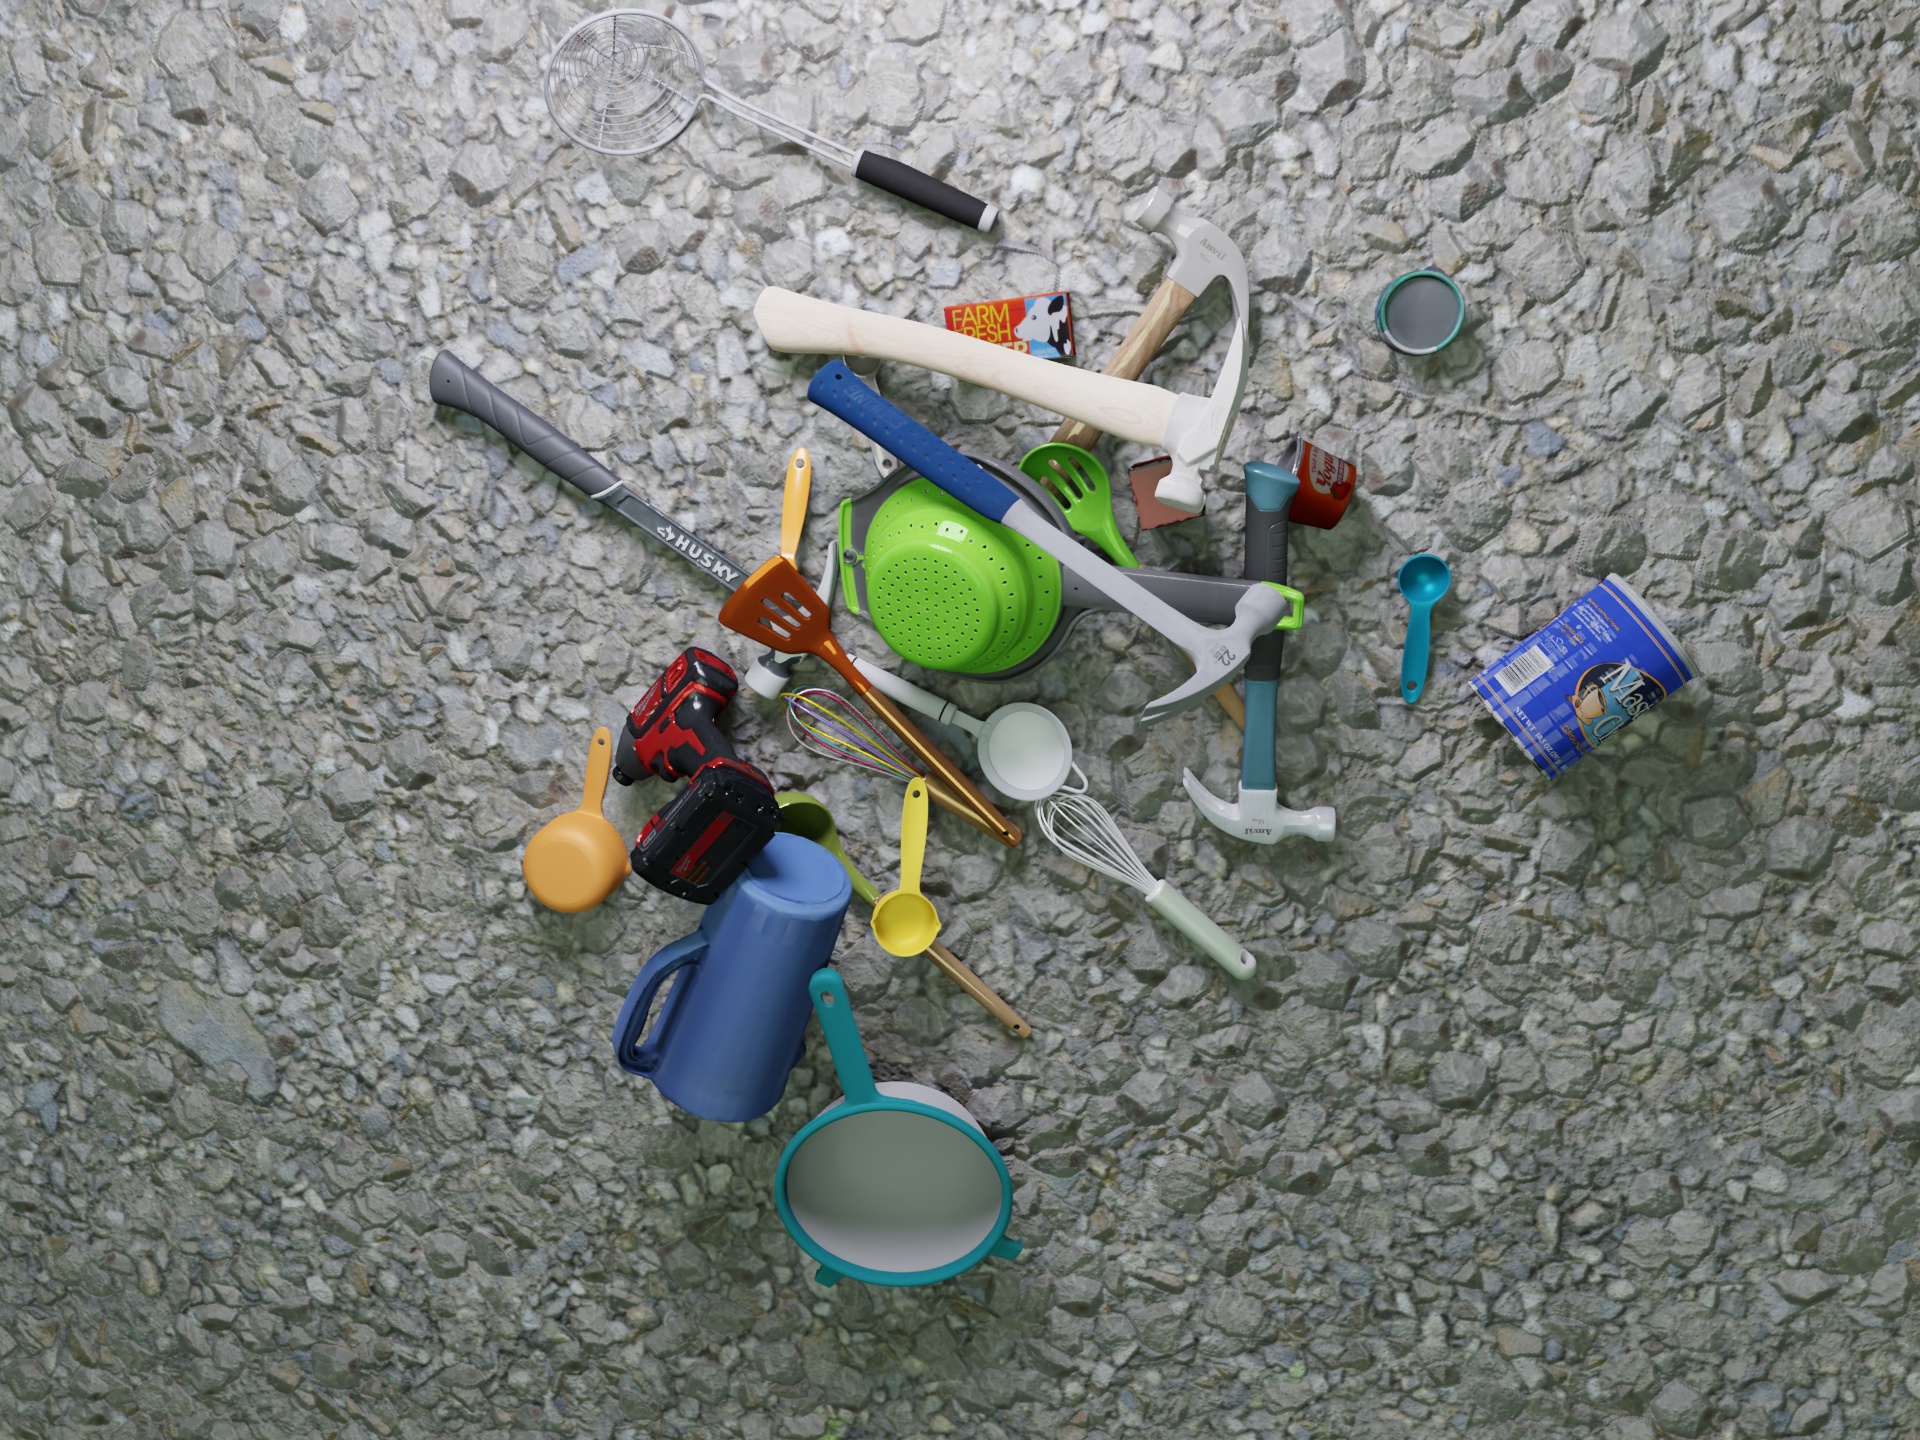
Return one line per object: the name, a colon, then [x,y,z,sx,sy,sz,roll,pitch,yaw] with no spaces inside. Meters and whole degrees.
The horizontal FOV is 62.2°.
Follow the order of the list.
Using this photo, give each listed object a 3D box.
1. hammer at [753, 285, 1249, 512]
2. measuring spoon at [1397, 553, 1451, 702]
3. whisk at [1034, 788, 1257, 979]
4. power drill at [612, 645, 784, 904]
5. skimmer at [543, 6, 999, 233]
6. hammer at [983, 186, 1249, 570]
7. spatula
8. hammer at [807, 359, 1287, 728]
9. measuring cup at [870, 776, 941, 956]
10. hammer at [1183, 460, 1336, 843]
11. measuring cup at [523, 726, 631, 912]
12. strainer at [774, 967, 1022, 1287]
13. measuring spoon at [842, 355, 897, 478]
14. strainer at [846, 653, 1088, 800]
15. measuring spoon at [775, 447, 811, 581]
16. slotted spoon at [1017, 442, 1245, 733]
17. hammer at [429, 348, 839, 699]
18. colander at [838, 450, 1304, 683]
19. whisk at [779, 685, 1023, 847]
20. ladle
hammer: [0.022,-0.290,1.257,0.411,0.038,0.146,20,92,19]
measuring spoon: [0.377,-0.077,1.313,0.042,0.021,0.128,3,112,7]
whisk: [0.162,0.143,1.381,0.246,0.058,0.059,40,139,-5]
power drill: [-0.233,0.045,1.338,0.078,0.220,0.143,32,108,-35]
skimmer: [-0.147,-0.456,1.268,0.363,0.090,0.127,24,137,0]
hammer: [0.114,-0.254,1.292,0.130,0.031,0.331,30,110,-15]
spatula: [-0.065,-0.005,1.355,0.322,0.041,0.081,45,105,-4]
hammer: [0.043,-0.150,1.214,0.406,0.035,0.144,37,69,15]
measuring cup: [-0.045,0.126,1.383,0.062,0.029,0.156,4,93,-11]
hammer: [0.247,-0.048,1.292,0.128,0.033,0.330,1,116,8]
measuring cup: [-0.344,0.092,1.439,0.095,0.052,0.173,15,106,5]
strainer: [-0.072,0.345,1.412,0.211,0.095,0.340,-11,113,9]
measuring spoon: [-0.071,-0.263,1.341,0.034,0.018,0.124,-7,108,16]
strainer: [-0.002,-0.004,1.372,0.258,0.050,0.087,26,111,8]
measuring spoon: [-0.141,-0.174,1.339,0.021,0.011,0.117,7,83,1]
slotted spoon: [0.156,-0.103,1.312,0.070,0.031,0.313,-32,106,26]
hammer: [-0.287,-0.193,1.377,0.409,0.036,0.149,35,104,0]
colander: [0.067,-0.096,1.261,0.397,0.094,0.204,8,119,20]
whisk: [-0.053,0.042,1.394,0.245,0.051,0.047,32,126,-3]
ladle: [-0.058,0.180,1.414,0.320,0.062,0.078,42,103,-5]
